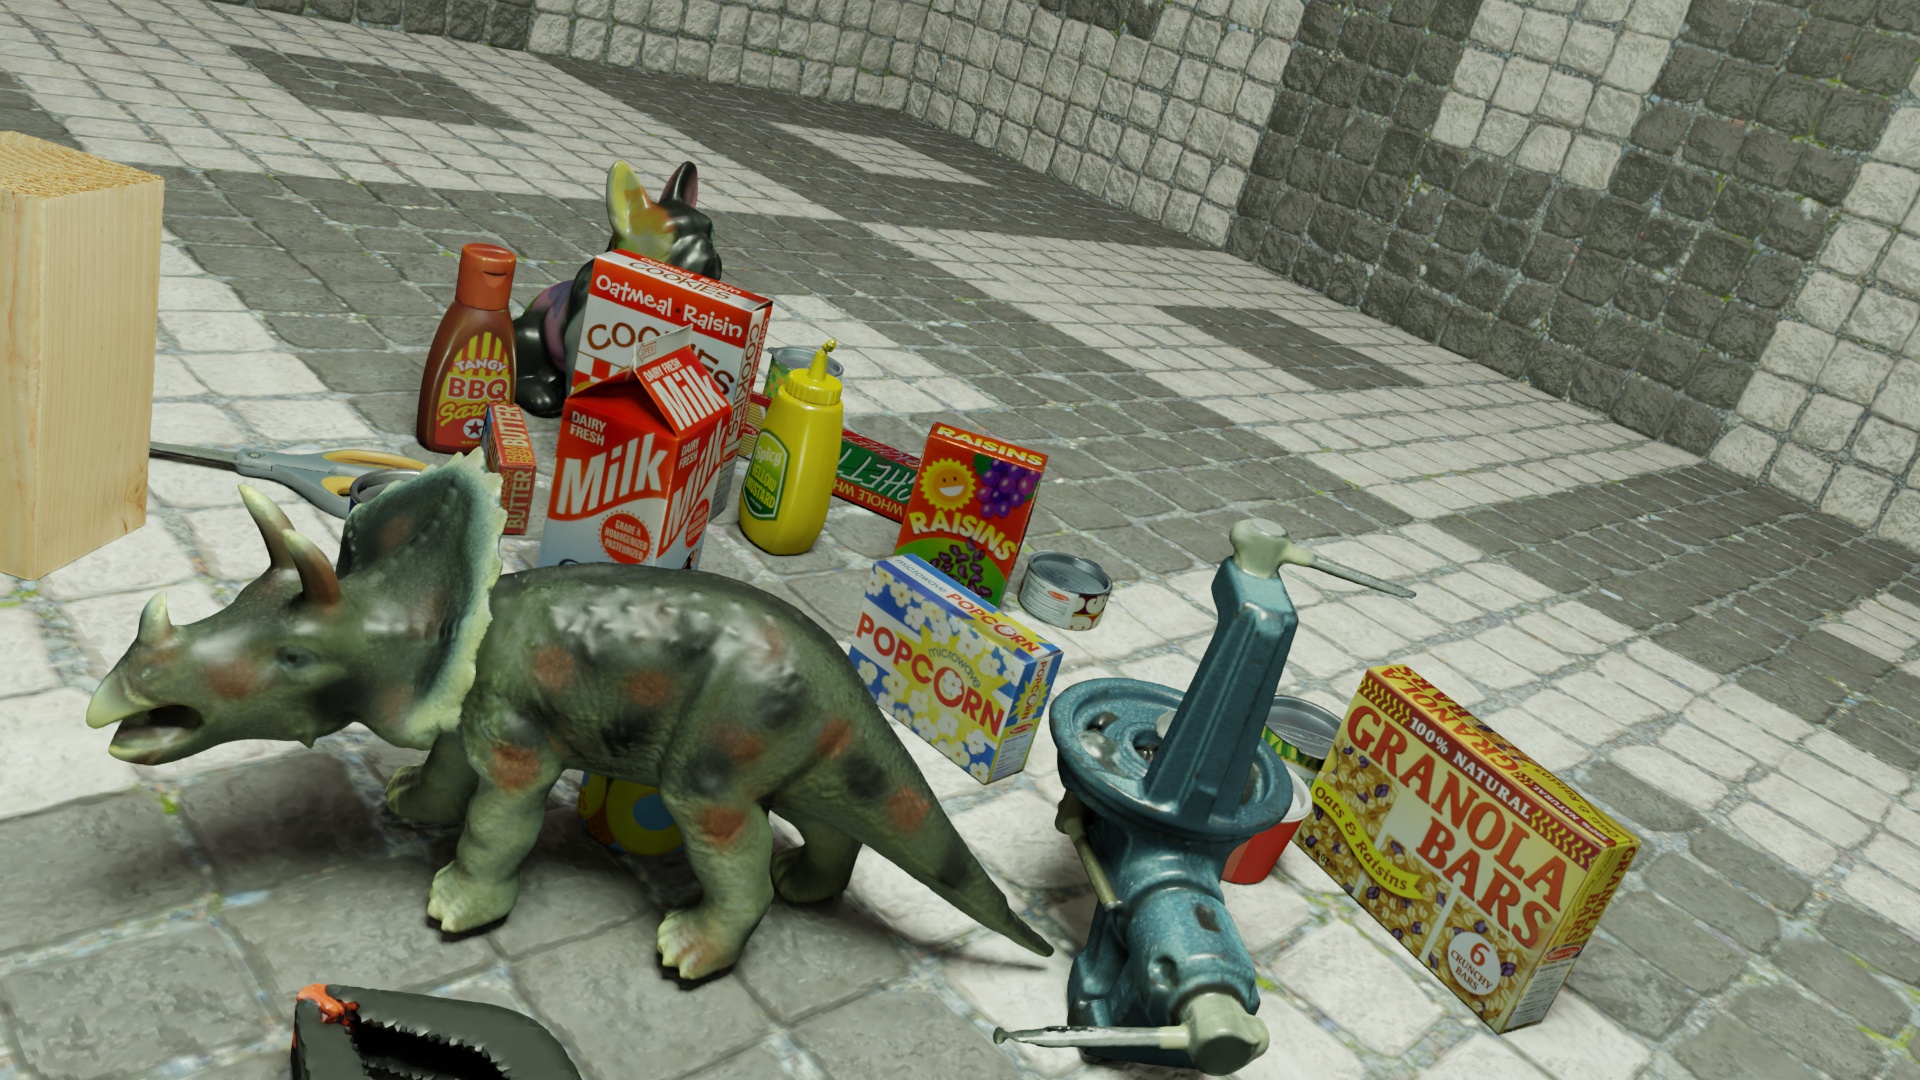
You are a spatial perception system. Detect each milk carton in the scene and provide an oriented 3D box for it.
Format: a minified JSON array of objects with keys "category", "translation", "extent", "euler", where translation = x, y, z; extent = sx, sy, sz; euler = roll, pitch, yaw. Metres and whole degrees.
[{"category":"milk carton","translation":[-0.189,-0.031,0.807],"extent":[0.073,0.189,0.072],"euler":[20,23,8]}]

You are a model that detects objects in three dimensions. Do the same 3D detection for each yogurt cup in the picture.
[{"category":"yogurt cup","translation":[0.159,0.158,0.793],"extent":[0.072,0.053,0.073],"euler":[14,23,-6]}]

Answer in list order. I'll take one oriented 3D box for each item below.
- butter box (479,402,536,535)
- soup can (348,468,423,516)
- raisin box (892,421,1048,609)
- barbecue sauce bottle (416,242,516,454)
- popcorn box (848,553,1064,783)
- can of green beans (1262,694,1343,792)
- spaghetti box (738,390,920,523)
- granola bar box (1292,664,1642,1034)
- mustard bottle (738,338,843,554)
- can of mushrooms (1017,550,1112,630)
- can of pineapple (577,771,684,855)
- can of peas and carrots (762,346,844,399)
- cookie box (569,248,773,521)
[{"category":"butter box","translation":[-0.309,-0.050,0.943],"extent":[0.024,0.053,0.104],"euler":[5,25,-27]},{"category":"soup can","translation":[-0.304,0.013,0.764],"extent":[0.071,0.083,0.071],"euler":[14,23,-6]},{"category":"raisin box","translation":[0.004,-0.012,0.985],"extent":[0.086,0.123,0.040],"euler":[18,22,2]},{"category":"barbecue sauce bottle","translation":[-0.346,-0.136,0.991],"extent":[0.065,0.148,0.044],"euler":[-2,29,-38]},{"category":"popcorn box","translation":[-0.008,0.074,0.829],"extent":[0.127,0.085,0.038],"euler":[32,27,32]},{"category":"can of green beans","translation":[0.206,0.138,0.866],"extent":[0.071,0.057,0.071],"euler":[14,23,-6]},{"category":"spaghetti box","translation":[-0.092,-0.061,1.124],"extent":[0.250,0.050,0.029],"euler":[23,23,13]},{"category":"granola bar box","translation":[0.269,0.164,0.765],"extent":[0.039,0.123,0.166],"euler":[1,27,-34]},{"category":"mustard bottle","translation":[-0.115,-0.070,0.986],"extent":[0.049,0.159,0.065],"euler":[-6,31,-43]},{"category":"can of mushrooms","translation":[0.079,0.037,1.041],"extent":[0.071,0.033,0.071],"euler":[14,23,-6]},{"category":"can of pineapple","translation":[-0.152,0.111,0.679],"extent":[0.071,0.057,0.071],"euler":[14,23,-6]},{"category":"can of peas and carrots","translation":[-0.145,-0.135,1.245],"extent":[0.071,0.058,0.071],"euler":[14,23,-6]},{"category":"cookie box","translation":[-0.215,-0.111,1.002],"extent":[0.123,0.166,0.040],"euler":[20,22,7]}]
